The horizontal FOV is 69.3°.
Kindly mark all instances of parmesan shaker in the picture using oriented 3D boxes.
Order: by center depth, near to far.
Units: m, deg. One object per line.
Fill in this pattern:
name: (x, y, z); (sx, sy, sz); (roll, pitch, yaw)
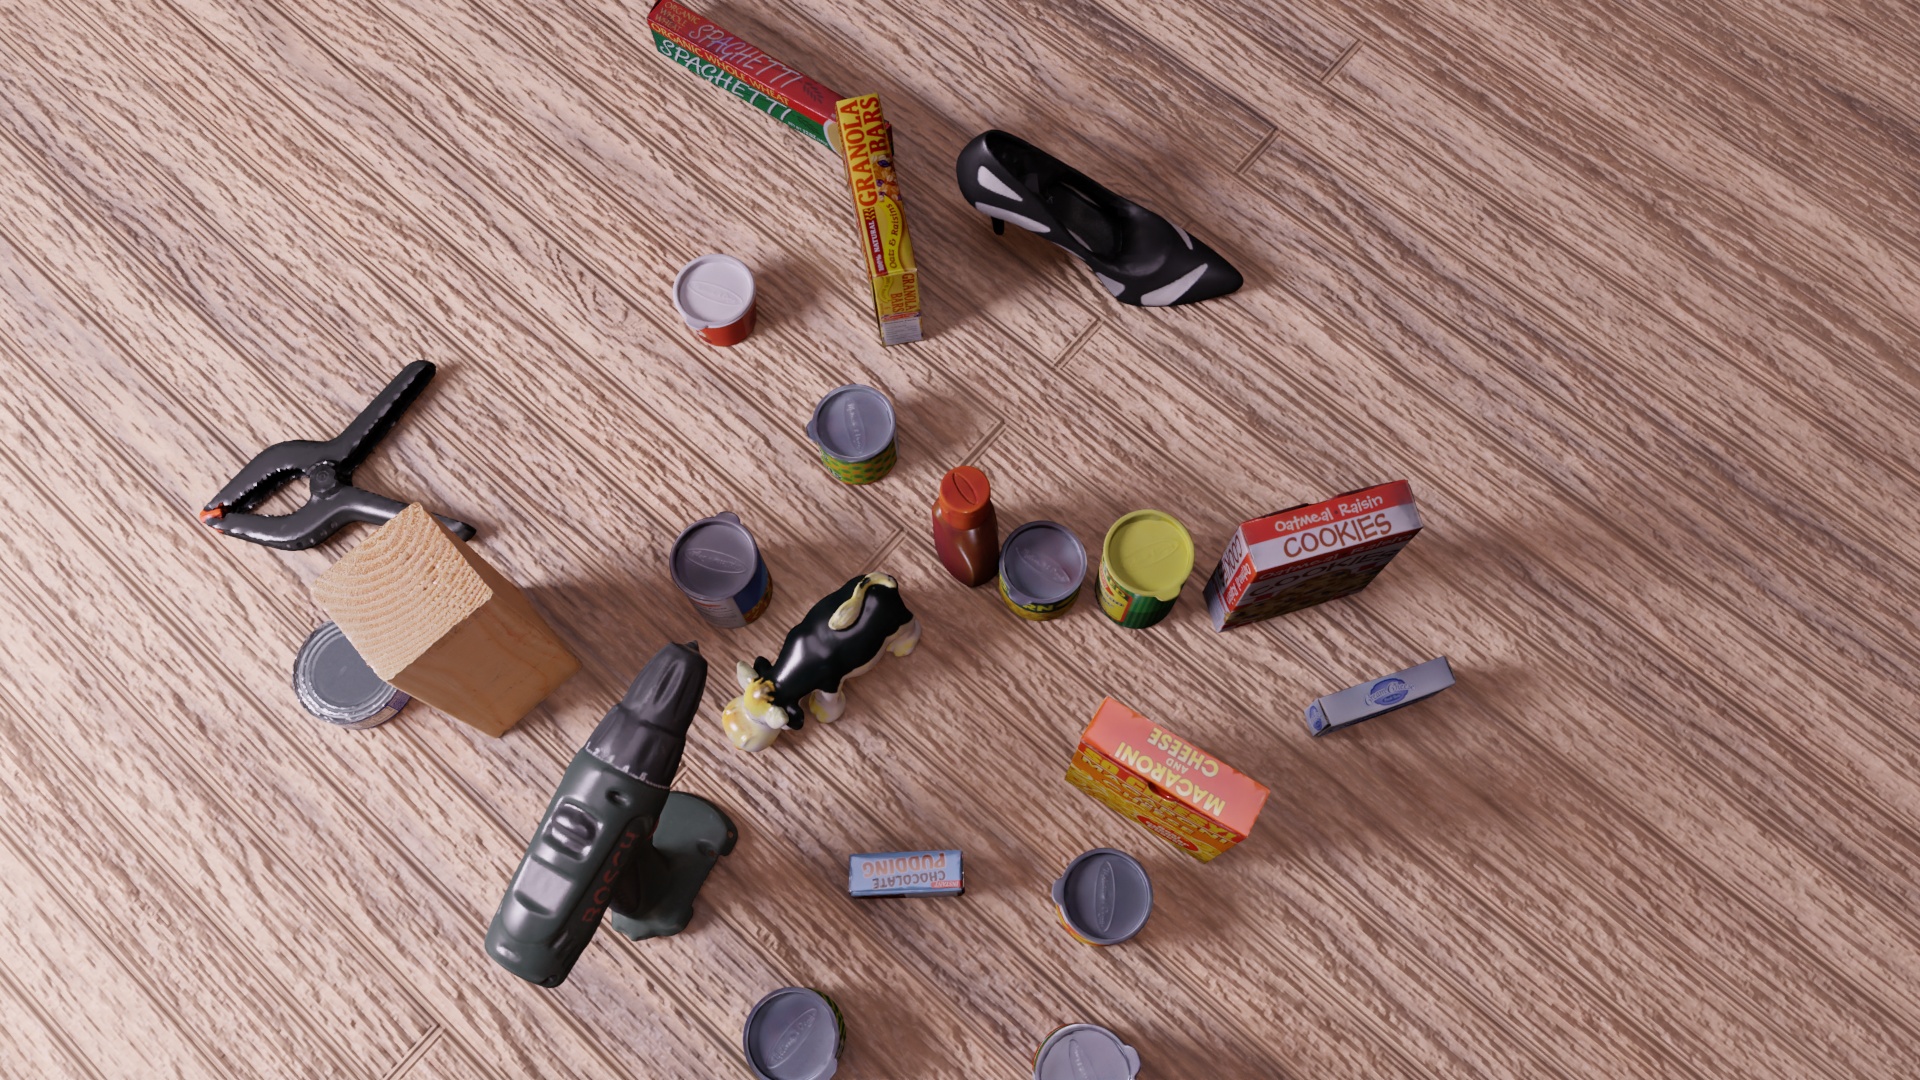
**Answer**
parmesan shaker: (0.138, 0.027, 1.053); (0.071, 0.102, 0.071); (0, 72, 1)

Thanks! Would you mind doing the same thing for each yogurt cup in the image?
yogurt cup: (-0.201, -0.197, 1.159); (0.072, 0.053, 0.072); (0, 71, 1)

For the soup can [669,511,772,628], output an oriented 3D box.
soup can: (-0.181, 0.024, 1.068); (0.071, 0.083, 0.071); (0, 72, 1)

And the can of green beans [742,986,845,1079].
can of green beans: (-0.115, 0.347, 0.971); (0.071, 0.057, 0.071); (0, 71, 1)

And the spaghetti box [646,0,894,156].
spaghetti box: (-0.170, -0.404, 1.231); (0.250, 0.050, 0.029); (32, 75, 11)

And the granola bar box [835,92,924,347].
granola bar box: (-0.066, -0.260, 1.142); (0.039, 0.124, 0.166); (-11, 72, -3)

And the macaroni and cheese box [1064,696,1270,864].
macaroni and cheese box: (0.139, 0.172, 0.970); (0.124, 0.166, 0.040); (30, 75, 10)

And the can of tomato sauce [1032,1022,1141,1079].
can of tomato sauce: (0.084, 0.363, 0.950); (0.071, 0.083, 0.071); (0, 72, 1)

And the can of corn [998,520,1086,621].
can of corn: (0.061, 0.027, 1.077); (0.071, 0.058, 0.071); (0, 71, 1)

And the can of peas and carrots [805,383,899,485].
can of peas and carrots: (-0.086, -0.083, 1.116); (0.071, 0.058, 0.071); (0, 71, 1)

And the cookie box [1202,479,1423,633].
cookie box: (0.253, 0.014, 1.022); (0.123, 0.167, 0.040); (-15, 72, -4)

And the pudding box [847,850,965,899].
pudding box: (-0.039, 0.243, 1.009); (0.084, 0.049, 0.030); (-2, 72, 0)

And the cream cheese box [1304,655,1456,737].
cream cheese box: (0.315, 0.118, 1.046); (0.104, 0.053, 0.024); (-18, 72, -5)

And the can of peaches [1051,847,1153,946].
can of peaches: (0.100, 0.257, 0.999); (0.071, 0.058, 0.071); (0, 71, 1)

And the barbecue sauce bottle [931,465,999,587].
barbecue sauce bottle: (0.004, -0.013, 1.044); (0.044, 0.148, 0.065); (-31, 74, -9)
